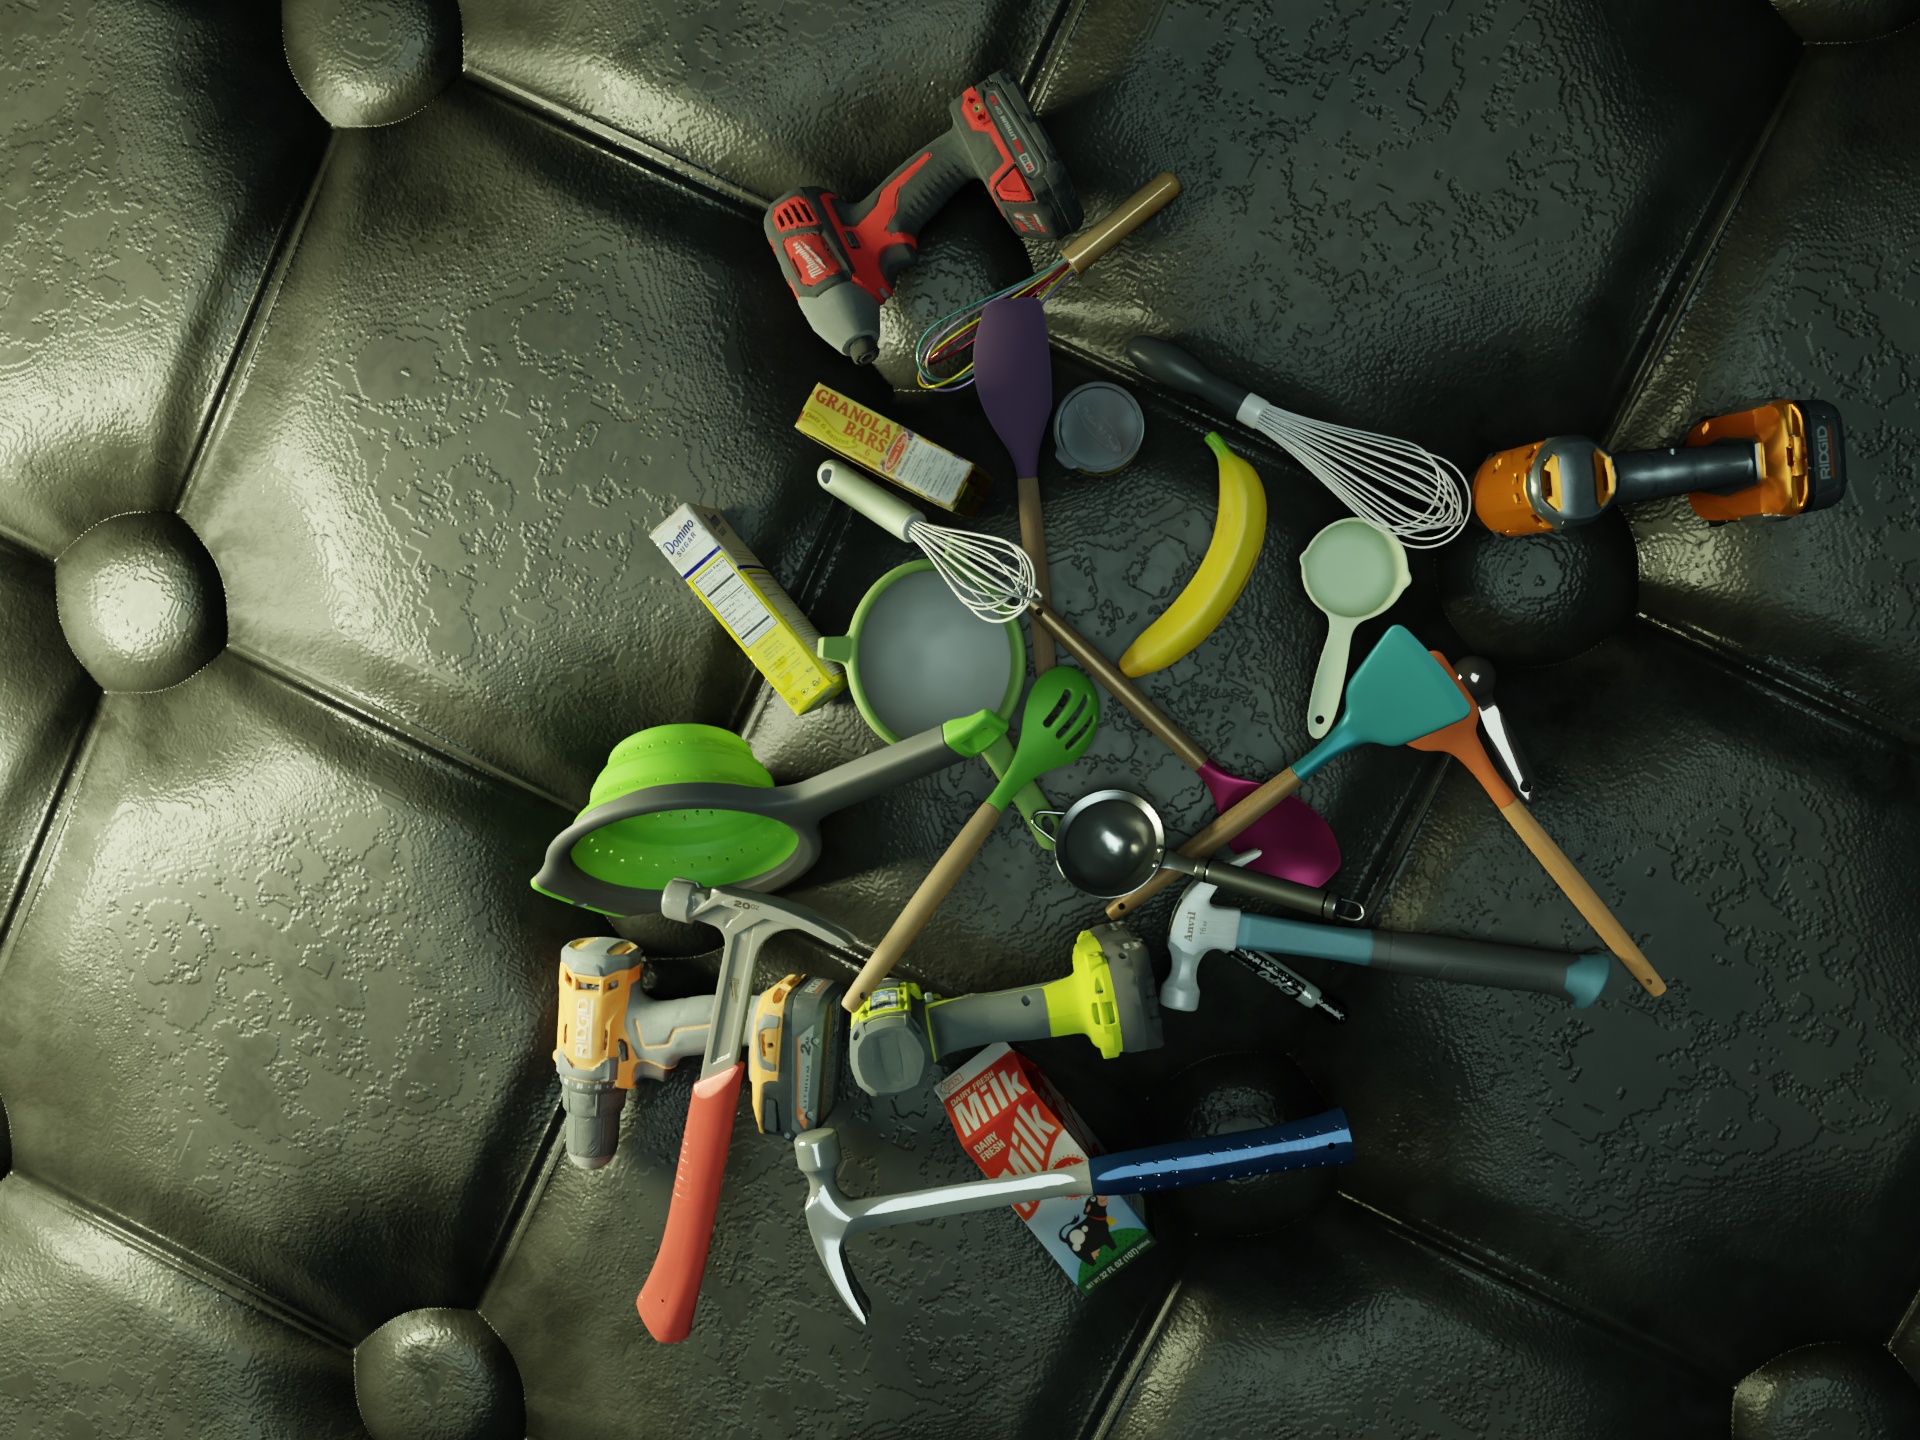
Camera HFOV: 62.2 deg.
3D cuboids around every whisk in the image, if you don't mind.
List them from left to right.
[{"bbox_3d":[-0.029,-0.139,1.166,0.247,0.059,0.057,37,112,39],"label":"whisk"},{"bbox_3d":[0.063,-0.333,1.202,0.245,0.047,0.051,-38,102,3],"label":"whisk"},{"bbox_3d":[0.243,-0.212,1.171,0.285,0.070,0.070,32,97,15],"label":"whisk"}]

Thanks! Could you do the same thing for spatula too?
[{"bbox_3d":[0.051,-0.158,1.207,0.059,0.018,0.316,-9,102,-11],"label":"spatula"},{"bbox_3d":[0.228,0.055,1.185,0.317,0.044,0.082,-40,83,18],"label":"spatula"},{"bbox_3d":[0.425,0.084,1.194,0.081,0.041,0.322,-39,92,30],"label":"spatula"}]

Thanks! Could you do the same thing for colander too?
[{"bbox_3d":[-0.143,0.038,1.176,0.397,0.204,0.095,-22,60,26],"label":"colander"}]

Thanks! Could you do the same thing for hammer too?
[{"bbox_3d":[-0.179,0.303,1.197,0.149,0.037,0.359,14,101,12],"label":"hammer"},{"bbox_3d":[0.087,0.346,1.178,0.405,0.035,0.144,-10,91,4],"label":"hammer"},{"bbox_3d":[0.323,0.175,1.204,0.331,0.033,0.128,8,91,1],"label":"hammer"}]

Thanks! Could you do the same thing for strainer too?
[{"bbox_3d":[-0.002,-0.004,1.226,0.151,0.069,0.256,-41,109,-23],"label":"strainer"},{"bbox_3d":[0.173,0.110,1.177,0.258,0.050,0.087,14,74,29],"label":"strainer"}]

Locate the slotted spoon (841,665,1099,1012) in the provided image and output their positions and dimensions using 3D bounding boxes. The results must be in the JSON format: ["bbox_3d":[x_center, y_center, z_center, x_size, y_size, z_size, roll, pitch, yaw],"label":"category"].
[{"bbox_3d":[0.011,0.087,1.182,0.070,0.031,0.314,44,74,-25],"label":"slotted spoon"}]

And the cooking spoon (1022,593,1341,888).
[{"bbox_3d":[0.166,0.015,1.215,0.319,0.017,0.068,43,107,-5],"label":"cooking spoon"}]

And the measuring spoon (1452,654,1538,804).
[{"bbox_3d":[0.408,0.008,1.201,0.034,0.018,0.124,-26,92,7],"label":"measuring spoon"}]

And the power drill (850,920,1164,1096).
[{"bbox_3d":[0.029,0.213,1.191,0.223,0.171,0.080,-10,95,-2],"label":"power drill"}]

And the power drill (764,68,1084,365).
[{"bbox_3d":[-0.028,-0.366,1.178,0.219,0.078,0.143,-28,74,10],"label":"power drill"}]

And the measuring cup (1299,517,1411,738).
[{"bbox_3d":[0.285,-0.070,1.200,0.083,0.038,0.167,12,98,5],"label":"measuring cup"}]

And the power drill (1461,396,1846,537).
[{"bbox_3d":[0.475,-0.171,1.125,0.226,0.164,0.084,-7,94,-6],"label":"power drill"}]

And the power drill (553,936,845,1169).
[{"bbox_3d":[-0.213,0.276,1.259,0.226,0.084,0.185,6,97,9],"label":"power drill"}]
